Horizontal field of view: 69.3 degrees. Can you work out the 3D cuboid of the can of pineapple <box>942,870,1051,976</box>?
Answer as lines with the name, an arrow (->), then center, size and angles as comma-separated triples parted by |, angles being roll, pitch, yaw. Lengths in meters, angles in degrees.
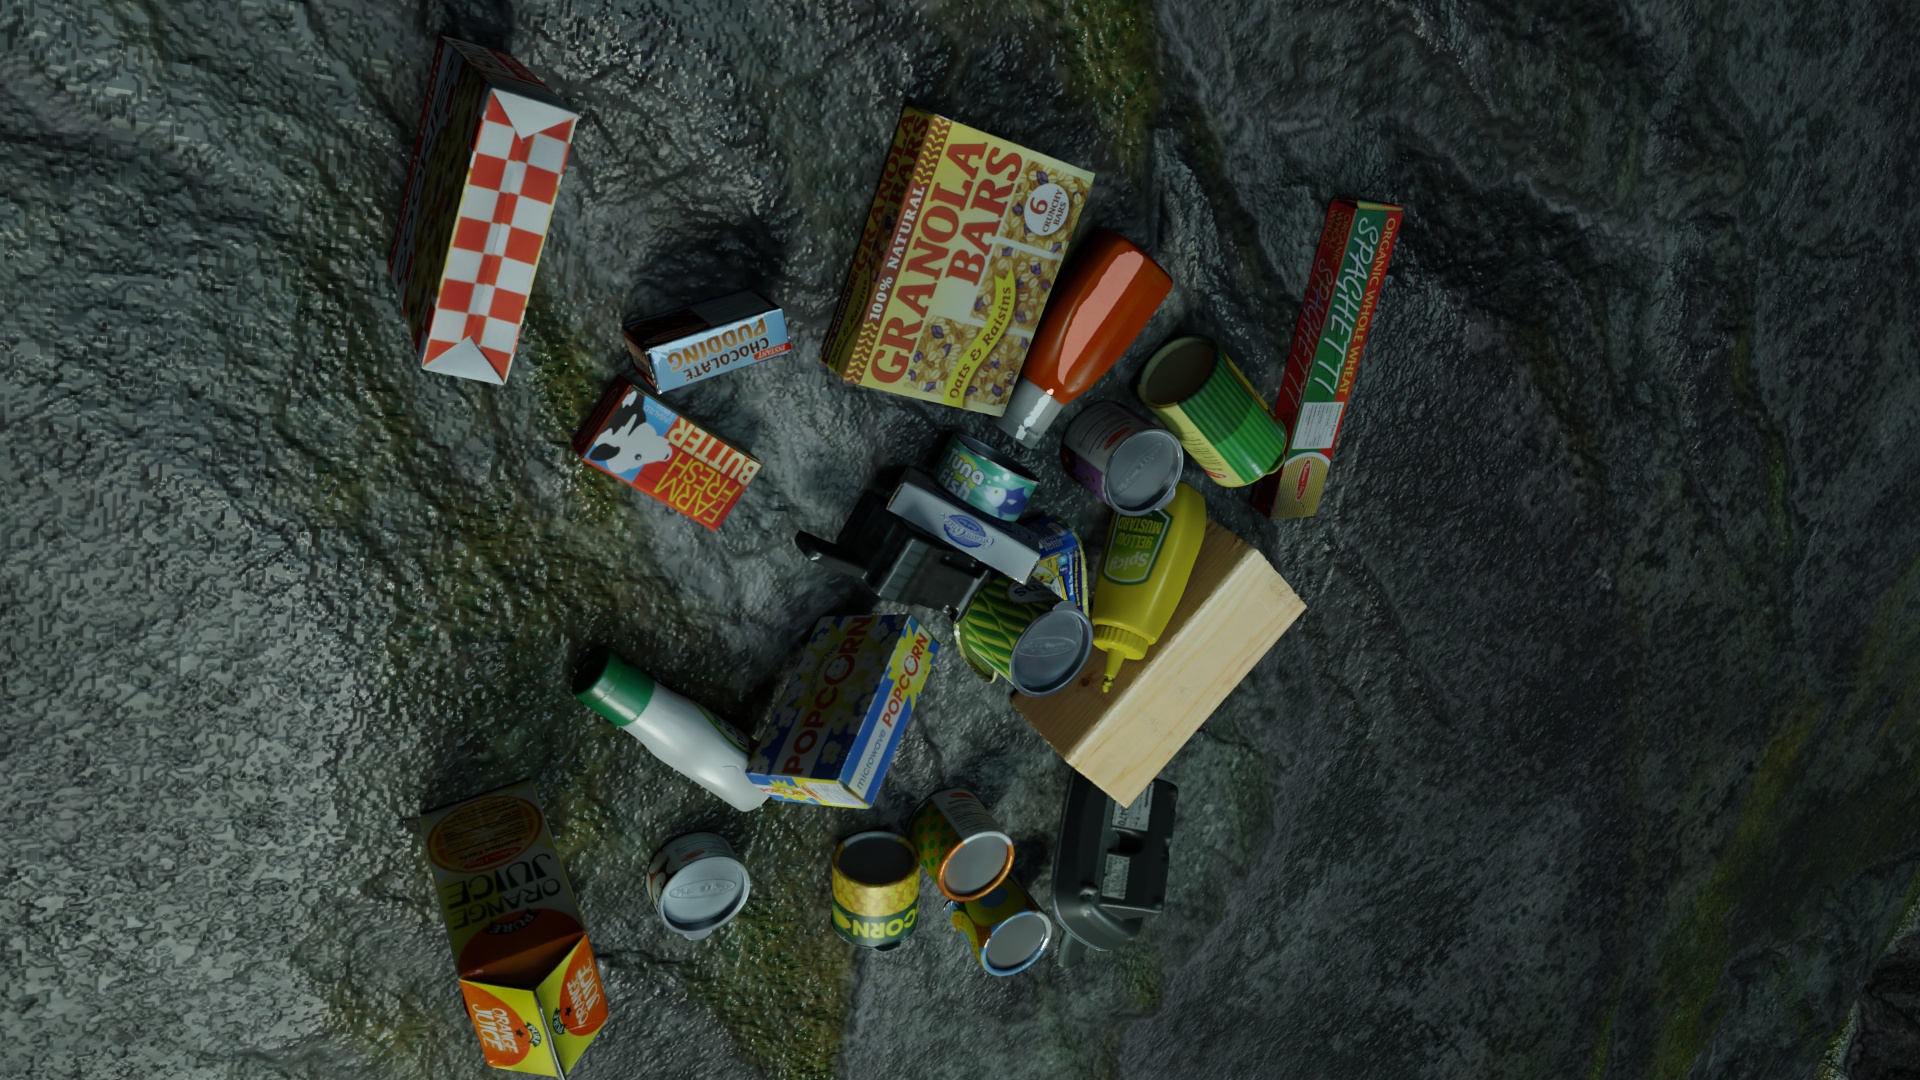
can of pineapple -> 0.031, 0.310, 1.127 | 0.071, 0.058, 0.070 | -14, 122, -24

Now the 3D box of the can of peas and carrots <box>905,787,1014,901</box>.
can of peas and carrots -> -0.001, 0.236, 1.068 | 0.071, 0.059, 0.070 | -14, 121, -24

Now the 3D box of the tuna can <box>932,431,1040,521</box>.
tuna can -> 0.015, -0.042, 0.921 | 0.071, 0.071, 0.032 | 21, 104, -37

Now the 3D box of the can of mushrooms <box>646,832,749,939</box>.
can of mushrooms -> -0.185, 0.242, 0.976 | 0.071, 0.033, 0.070 | -15, 122, -25

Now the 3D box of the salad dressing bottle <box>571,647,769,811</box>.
salad dressing bottle -> -0.182, 0.122, 0.898 | 0.147, 0.064, 0.044 | 41, 84, -32

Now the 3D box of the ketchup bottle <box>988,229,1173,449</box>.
ketchup bottle -> 0.076, -0.130, 0.926 | 0.064, 0.043, 0.148 | 32, 96, -38

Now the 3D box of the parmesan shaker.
parmesan shaker -> 0.182, -0.092, 0.993 | 0.071, 0.071, 0.103 | -49, 129, 1

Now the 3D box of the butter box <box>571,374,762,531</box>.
butter box -> -0.174, -0.051, 0.831 | 0.103, 0.024, 0.053 | 32, 95, -39

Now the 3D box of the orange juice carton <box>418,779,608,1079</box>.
orange juice carton -> -0.262, 0.233, 0.822 | 0.073, 0.193, 0.071 | -17, 124, -22

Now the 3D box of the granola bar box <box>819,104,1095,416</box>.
granola bar box -> -0.002, -0.169, 0.861 | 0.124, 0.039, 0.165 | 9, 110, -35

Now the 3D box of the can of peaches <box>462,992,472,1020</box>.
can of peaches -> -0.289, 0.287, 0.917 | 0.058, 0.071, 0.071 | 22, 103, -37

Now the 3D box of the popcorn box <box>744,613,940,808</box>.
popcorn box -> -0.076, 0.109, 0.903 | 0.038, 0.085, 0.127 | 49, 51, -36

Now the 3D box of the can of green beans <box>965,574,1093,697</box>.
can of green beans -> 0.045, 0.062, 0.927 | 0.071, 0.058, 0.071 | -16, 122, -27

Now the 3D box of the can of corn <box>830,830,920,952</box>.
can of corn -> -0.063, 0.261, 1.036 | 0.071, 0.071, 0.058 | -11, 120, -26

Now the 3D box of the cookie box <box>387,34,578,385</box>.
cookie box -> -0.227, -0.159, 0.648 | 0.040, 0.168, 0.122 | 10, 110, -31

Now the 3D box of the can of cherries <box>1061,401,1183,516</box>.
can of cherries -> 0.114, -0.057, 0.980 | 0.072, 0.058, 0.071 | -14, 121, -25

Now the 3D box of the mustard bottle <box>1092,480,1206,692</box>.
mustard bottle -> 0.129, 0.033, 1.002 | 0.048, 0.065, 0.160 | 35, 69, -47

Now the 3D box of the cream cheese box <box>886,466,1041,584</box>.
cream cheese box -> 0.003, -0.011, 0.912 | 0.104, 0.053, 0.024 | 29, 104, -6

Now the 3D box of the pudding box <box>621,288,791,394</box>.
pudding box -> -0.146, -0.116, 0.796 | 0.084, 0.050, 0.030 | -21, 122, -21

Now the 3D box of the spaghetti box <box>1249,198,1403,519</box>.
spaghetti box -> 0.276, -0.135, 1.054 | 0.050, 0.029, 0.248 | -4, 117, -30
